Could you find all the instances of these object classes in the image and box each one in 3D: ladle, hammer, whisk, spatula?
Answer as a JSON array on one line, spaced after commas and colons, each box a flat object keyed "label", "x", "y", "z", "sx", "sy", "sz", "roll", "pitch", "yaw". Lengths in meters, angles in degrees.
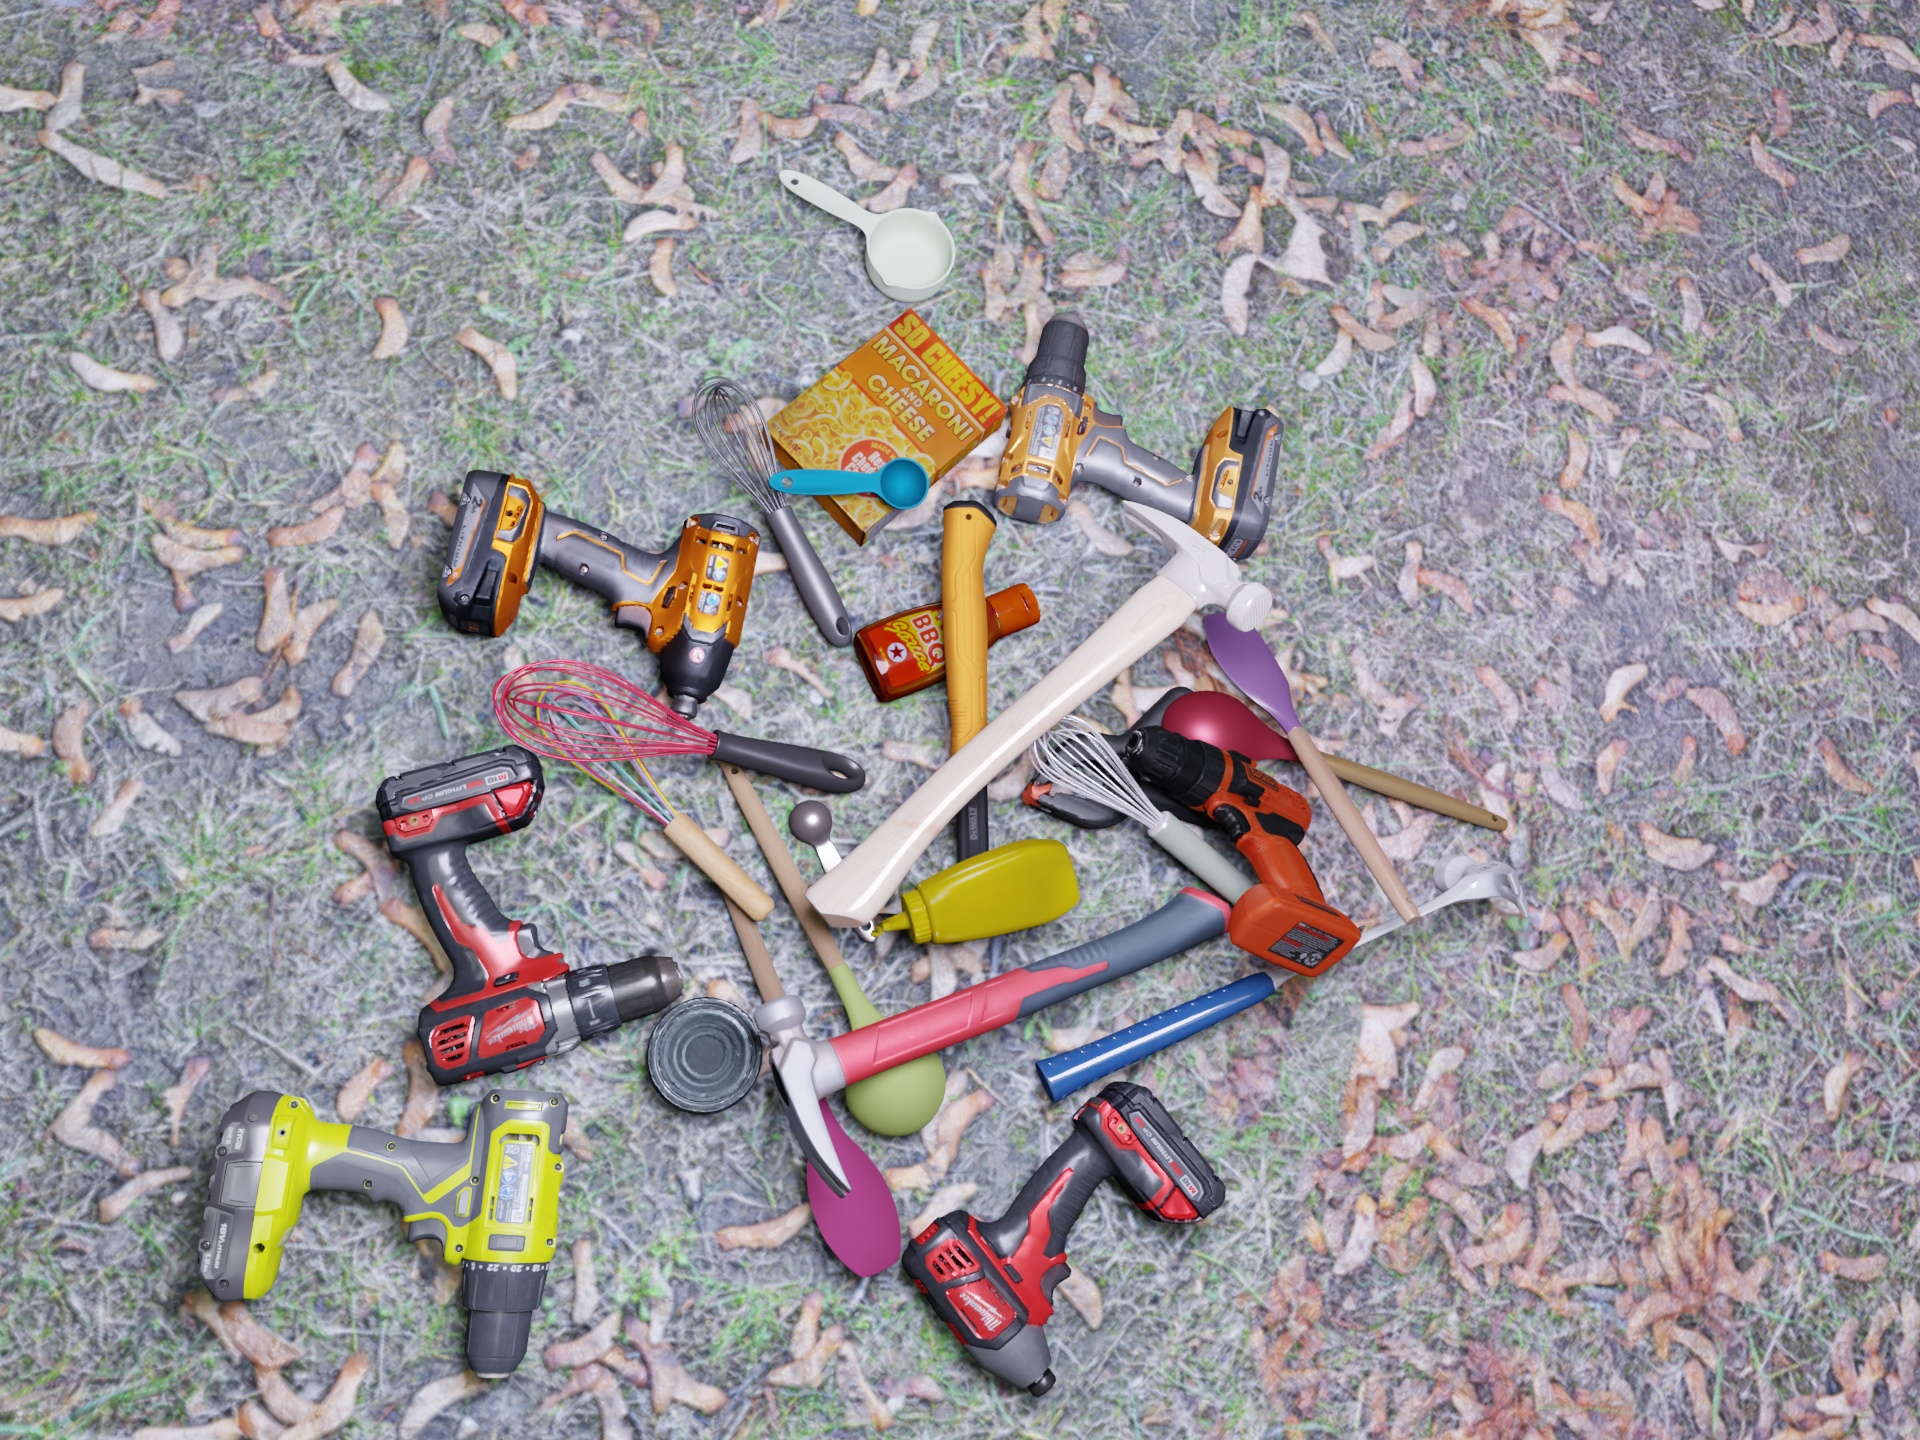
[{"label": "ladle", "x": -0.108, "y": 0.168, "z": 1.217, "sx": 0.078, "sy": 0.062, "sz": 0.320, "roll": -26, "pitch": 75, "yaw": -17}, {"label": "hammer", "x": 0.048, "y": 0.218, "z": 1.185, "sx": 0.386, "sy": 0.038, "sz": 0.143, "roll": -16, "pitch": 70, "yaw": -25}, {"label": "hammer", "x": 0.040, "y": -0.002, "z": 1.196, "sx": 0.410, "sy": 0.038, "sz": 0.146, "roll": -41, "pitch": 60, "yaw": -11}, {"label": "whisk", "x": 0.149, "y": 0.076, "z": 1.246, "sx": 0.246, "sy": 0.059, "sz": 0.057, "roll": 39, "pitch": 116, "yaw": -13}, {"label": "spatula", "x": 0.276, "y": 0.029, "z": 1.262, "sx": 0.059, "sy": 0.018, "sz": 0.316, "roll": -6, "pitch": 52, "yaw": -28}, {"label": "ladle", "x": 0.315, "y": 0.041, "z": 1.310, "sx": 0.315, "sy": 0.031, "sz": 0.069, "roll": 18, "pitch": 65, "yaw": -13}, {"label": "hammer", "x": -0.002, "y": -0.004, "z": 1.242, "sx": 0.127, "sy": 0.034, "sz": 0.337, "roll": 0, "pitch": 87, "yaw": -13}, {"label": "whisk", "x": -0.231, "y": 0.059, "z": 1.207, "sx": 0.245, "sy": 0.051, "sz": 0.047, "roll": 44, "pitch": 66, "yaw": 6}, {"label": "whisk", "x": -0.203, "y": 0.013, "z": 1.192, "sx": 0.295, "sy": 0.073, "sz": 0.073, "roll": 15, "pitch": 73, "yaw": -27}, {"label": "hammer", "x": 0.250, "y": 0.198, "z": 1.232, "sx": 0.405, "sy": 0.144, "sz": 0.035, "roll": -23, "pitch": 92, "yaw": -8}, {"label": "whisk", "x": -0.147, "y": -0.165, "z": 1.273, "sx": 0.055, "sy": 0.055, "sz": 0.239, "roll": -28, "pitch": 94, "yaw": -15}]

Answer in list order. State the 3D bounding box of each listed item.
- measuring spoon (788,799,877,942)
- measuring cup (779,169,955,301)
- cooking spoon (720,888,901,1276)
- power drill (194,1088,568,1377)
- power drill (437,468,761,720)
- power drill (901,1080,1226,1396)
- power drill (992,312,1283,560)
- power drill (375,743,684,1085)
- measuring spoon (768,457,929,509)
[{"label": "measuring spoon", "x": -0.095, "y": 0.117, "z": 1.236, "sx": 0.034, "sy": 0.018, "sz": 0.124, "roll": -27, "pitch": 82, "yaw": -12}, {"label": "measuring cup", "x": -0.083, "y": -0.419, "z": 1.366, "sx": 0.167, "sy": 0.038, "sz": 0.083, "roll": 31, "pitch": 73, "yaw": 1}, {"label": "cooking spoon", "x": -0.119, "y": 0.258, "z": 1.190, "sx": 0.068, "sy": 0.017, "sz": 0.319, "roll": -13, "pitch": 74, "yaw": -41}, {"label": "power drill", "x": -0.393, "y": 0.347, "z": 1.098, "sx": 0.228, "sy": 0.080, "sz": 0.191, "roll": 7, "pitch": 75, "yaw": -11}, {"label": "power drill", "x": -0.279, "y": -0.095, "z": 1.228, "sx": 0.226, "sy": 0.084, "sz": 0.164, "roll": 12, "pitch": 74, "yaw": -11}, {"label": "power drill", "x": 0.080, "y": 0.381, "z": 1.174, "sx": 0.219, "sy": 0.078, "sz": 0.143, "roll": -37, "pitch": 85, "yaw": -14}, {"label": "power drill", "x": 0.151, "y": -0.240, "z": 1.342, "sx": 0.226, "sy": 0.084, "sz": 0.185, "roll": 13, "pitch": 73, "yaw": -2}, {"label": "power drill", "x": -0.318, "y": 0.136, "z": 1.165, "sx": 0.188, "sy": 0.080, "sz": 0.227, "roll": -15, "pitch": 82, "yaw": -13}, {"label": "measuring spoon", "x": -0.090, "y": -0.188, "z": 1.270, "sx": 0.128, "sy": 0.021, "sz": 0.042, "roll": -1, "pitch": 86, "yaw": -12}]
